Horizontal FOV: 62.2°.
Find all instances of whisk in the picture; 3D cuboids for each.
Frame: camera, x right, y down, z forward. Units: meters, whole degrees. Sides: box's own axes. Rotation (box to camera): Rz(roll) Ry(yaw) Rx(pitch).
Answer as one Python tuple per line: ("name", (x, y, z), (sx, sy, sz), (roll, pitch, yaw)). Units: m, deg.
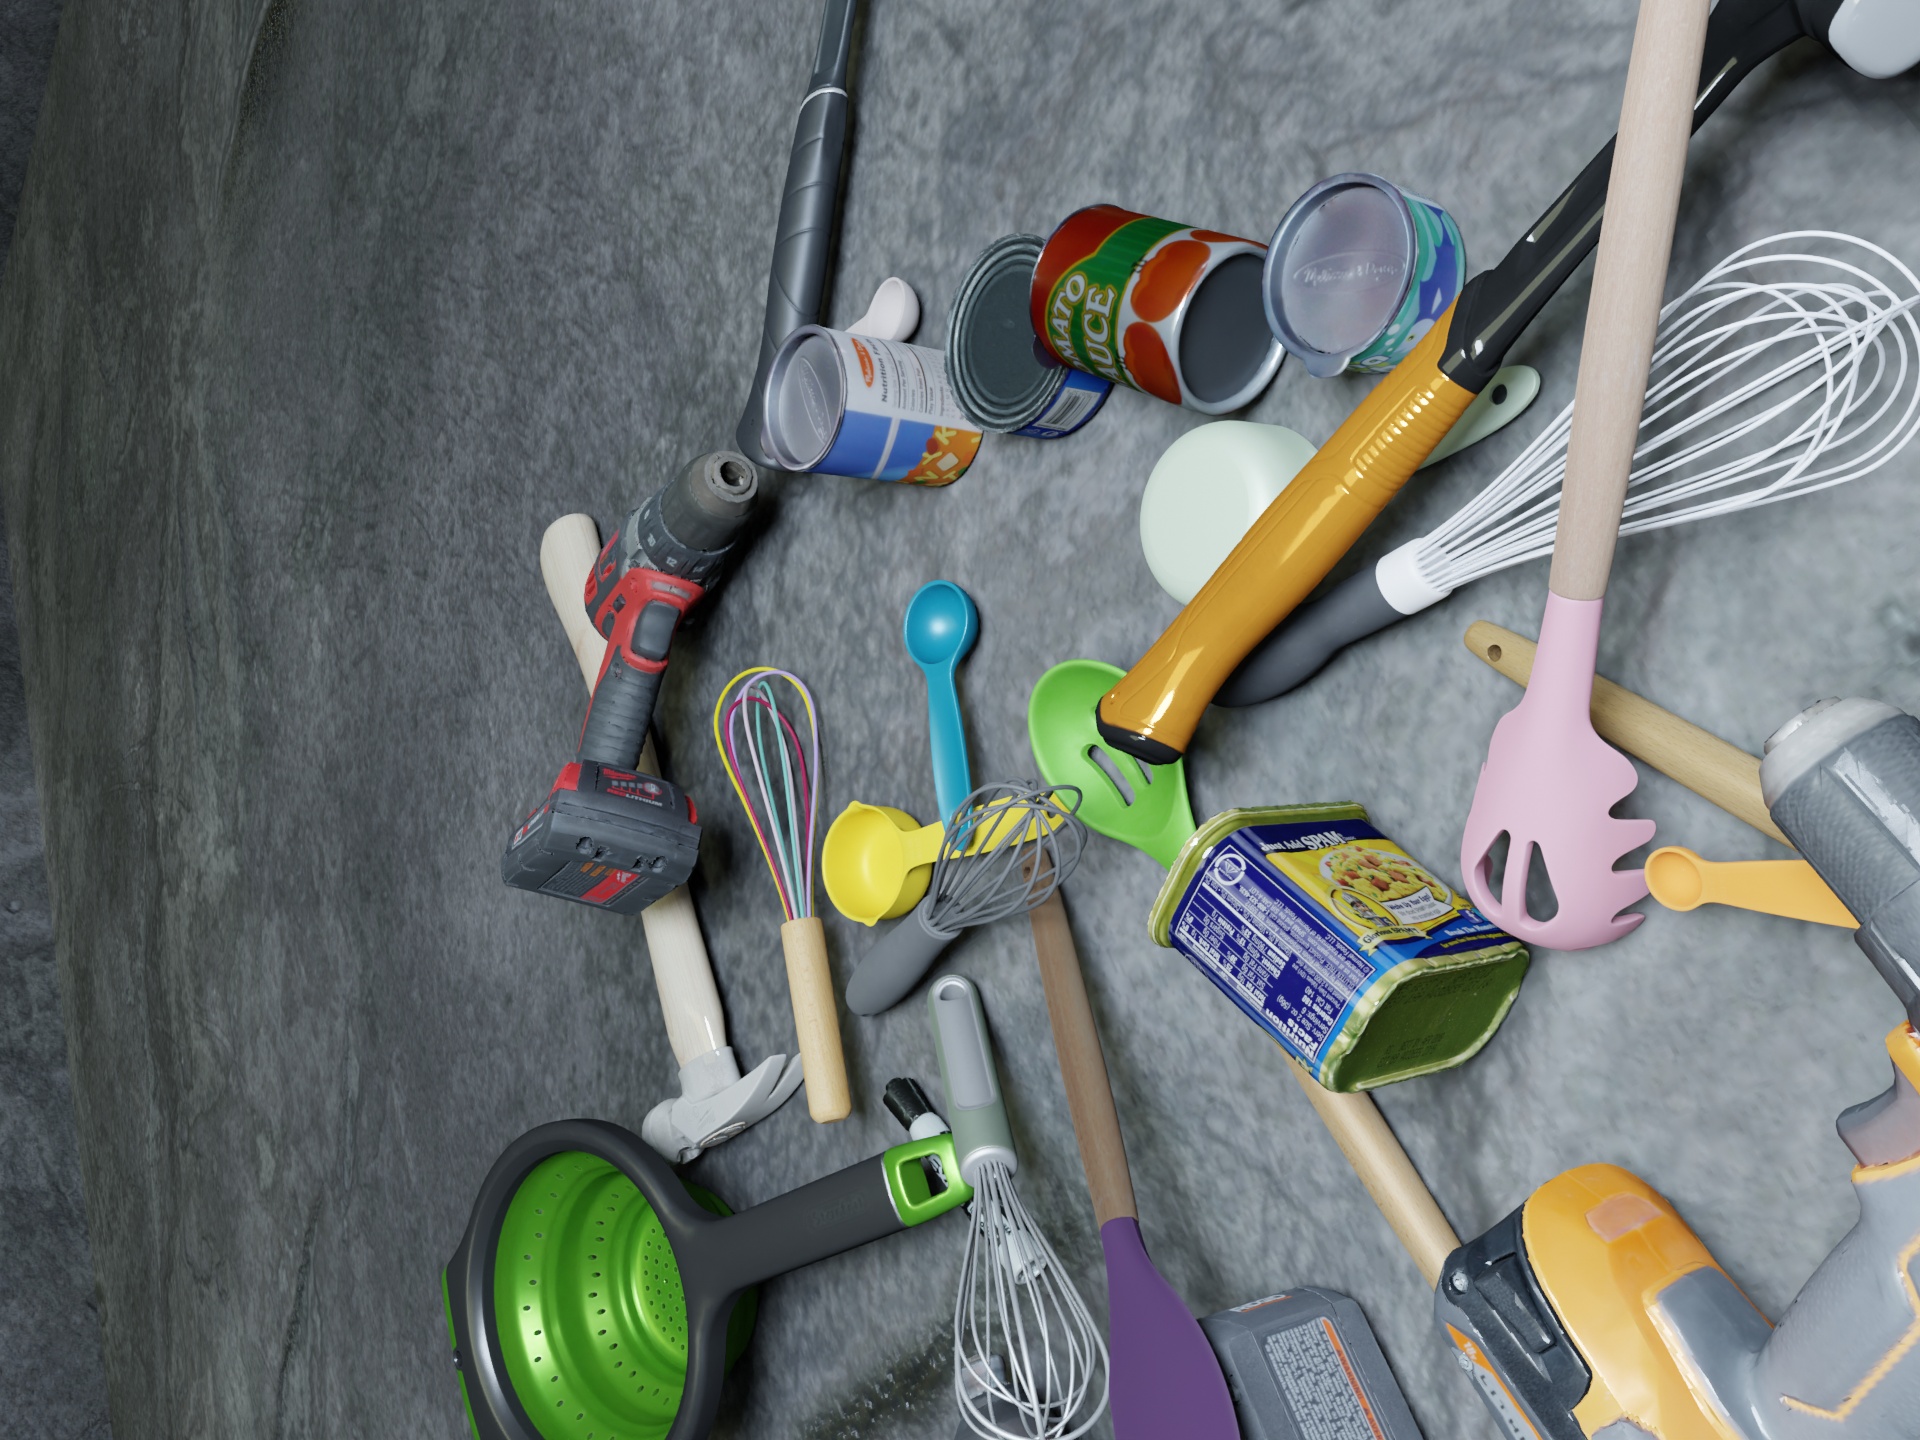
("whisk", (0.013, 0.190, 0.653), (0.247, 0.058, 0.059), (-106, 5, -57))
("whisk", (-0.089, 0.085, 0.820), (0.051, 0.047, 0.245), (-41, 55, 52))
("whisk", (-0.007, 0.087, 0.716), (0.239, 0.055, 0.055), (-52, 51, 53))
("whisk", (0.173, -0.059, 0.518), (0.284, 0.070, 0.070), (-34, 65, 51))

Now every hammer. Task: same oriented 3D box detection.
("hammer", (-0.187, 0.047, 0.958), (0.146, 0.038, 0.411), (-40, 60, 41))
("hammer", (0.147, -0.109, 0.509), (0.336, 0.034, 0.127), (-52, 24, 33))
("hammer", (-0.062, -0.330, 0.803), (0.149, 0.036, 0.409), (21, 104, 47))

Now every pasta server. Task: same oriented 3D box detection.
("pasta server", (0.179, -0.063, 0.442), (0.060, 0.040, 0.316), (23, 126, 39))

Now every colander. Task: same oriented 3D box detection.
("colander", (-0.122, 0.287, 0.848), (0.397, 0.094, 0.205), (-31, 69, 32))

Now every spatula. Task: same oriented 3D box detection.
("spatula", (0.056, 0.166, 0.600), (0.059, 0.018, 0.316), (-51, 32, 31))

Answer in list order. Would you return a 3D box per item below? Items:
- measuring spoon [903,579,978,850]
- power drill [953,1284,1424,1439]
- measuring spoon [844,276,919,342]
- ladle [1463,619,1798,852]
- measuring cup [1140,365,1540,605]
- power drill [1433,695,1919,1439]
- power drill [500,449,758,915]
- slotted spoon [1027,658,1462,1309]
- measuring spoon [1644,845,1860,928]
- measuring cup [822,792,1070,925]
("measuring spoon", (-0.001, -0.002, 0.744), (0.042, 0.021, 0.129), (-17, 74, 41))
("power drill", (0.074, 0.302, 0.615), (0.226, 0.084, 0.164), (-51, 51, 41))
("measuring spoon", (-0.054, -0.190, 0.822), (0.124, 0.018, 0.034), (-23, 64, 55))
("ladle", (0.260, 0.046, 0.434), (0.316, 0.031, 0.069), (42, 125, 44))
("measuring cup", (0.129, -0.090, 0.578), (0.167, 0.038, 0.083), (-25, 71, 49))
("power drill", (0.223, 0.121, 0.413), (0.186, 0.084, 0.226), (60, 138, 28))
("power drill", (-0.168, -0.024, 0.854), (0.188, 0.080, 0.227), (-33, 45, 56))
("slotted spoon", (0.115, 0.100, 0.607), (0.070, 0.031, 0.314), (-54, 54, 35))
("measuring spoon", (0.243, 0.046, 0.432), (0.117, 0.011, 0.021), (-1, 104, 53))
("measuring cup", (-0.002, 0.057, 0.754), (0.156, 0.029, 0.062), (-19, 74, 36))
